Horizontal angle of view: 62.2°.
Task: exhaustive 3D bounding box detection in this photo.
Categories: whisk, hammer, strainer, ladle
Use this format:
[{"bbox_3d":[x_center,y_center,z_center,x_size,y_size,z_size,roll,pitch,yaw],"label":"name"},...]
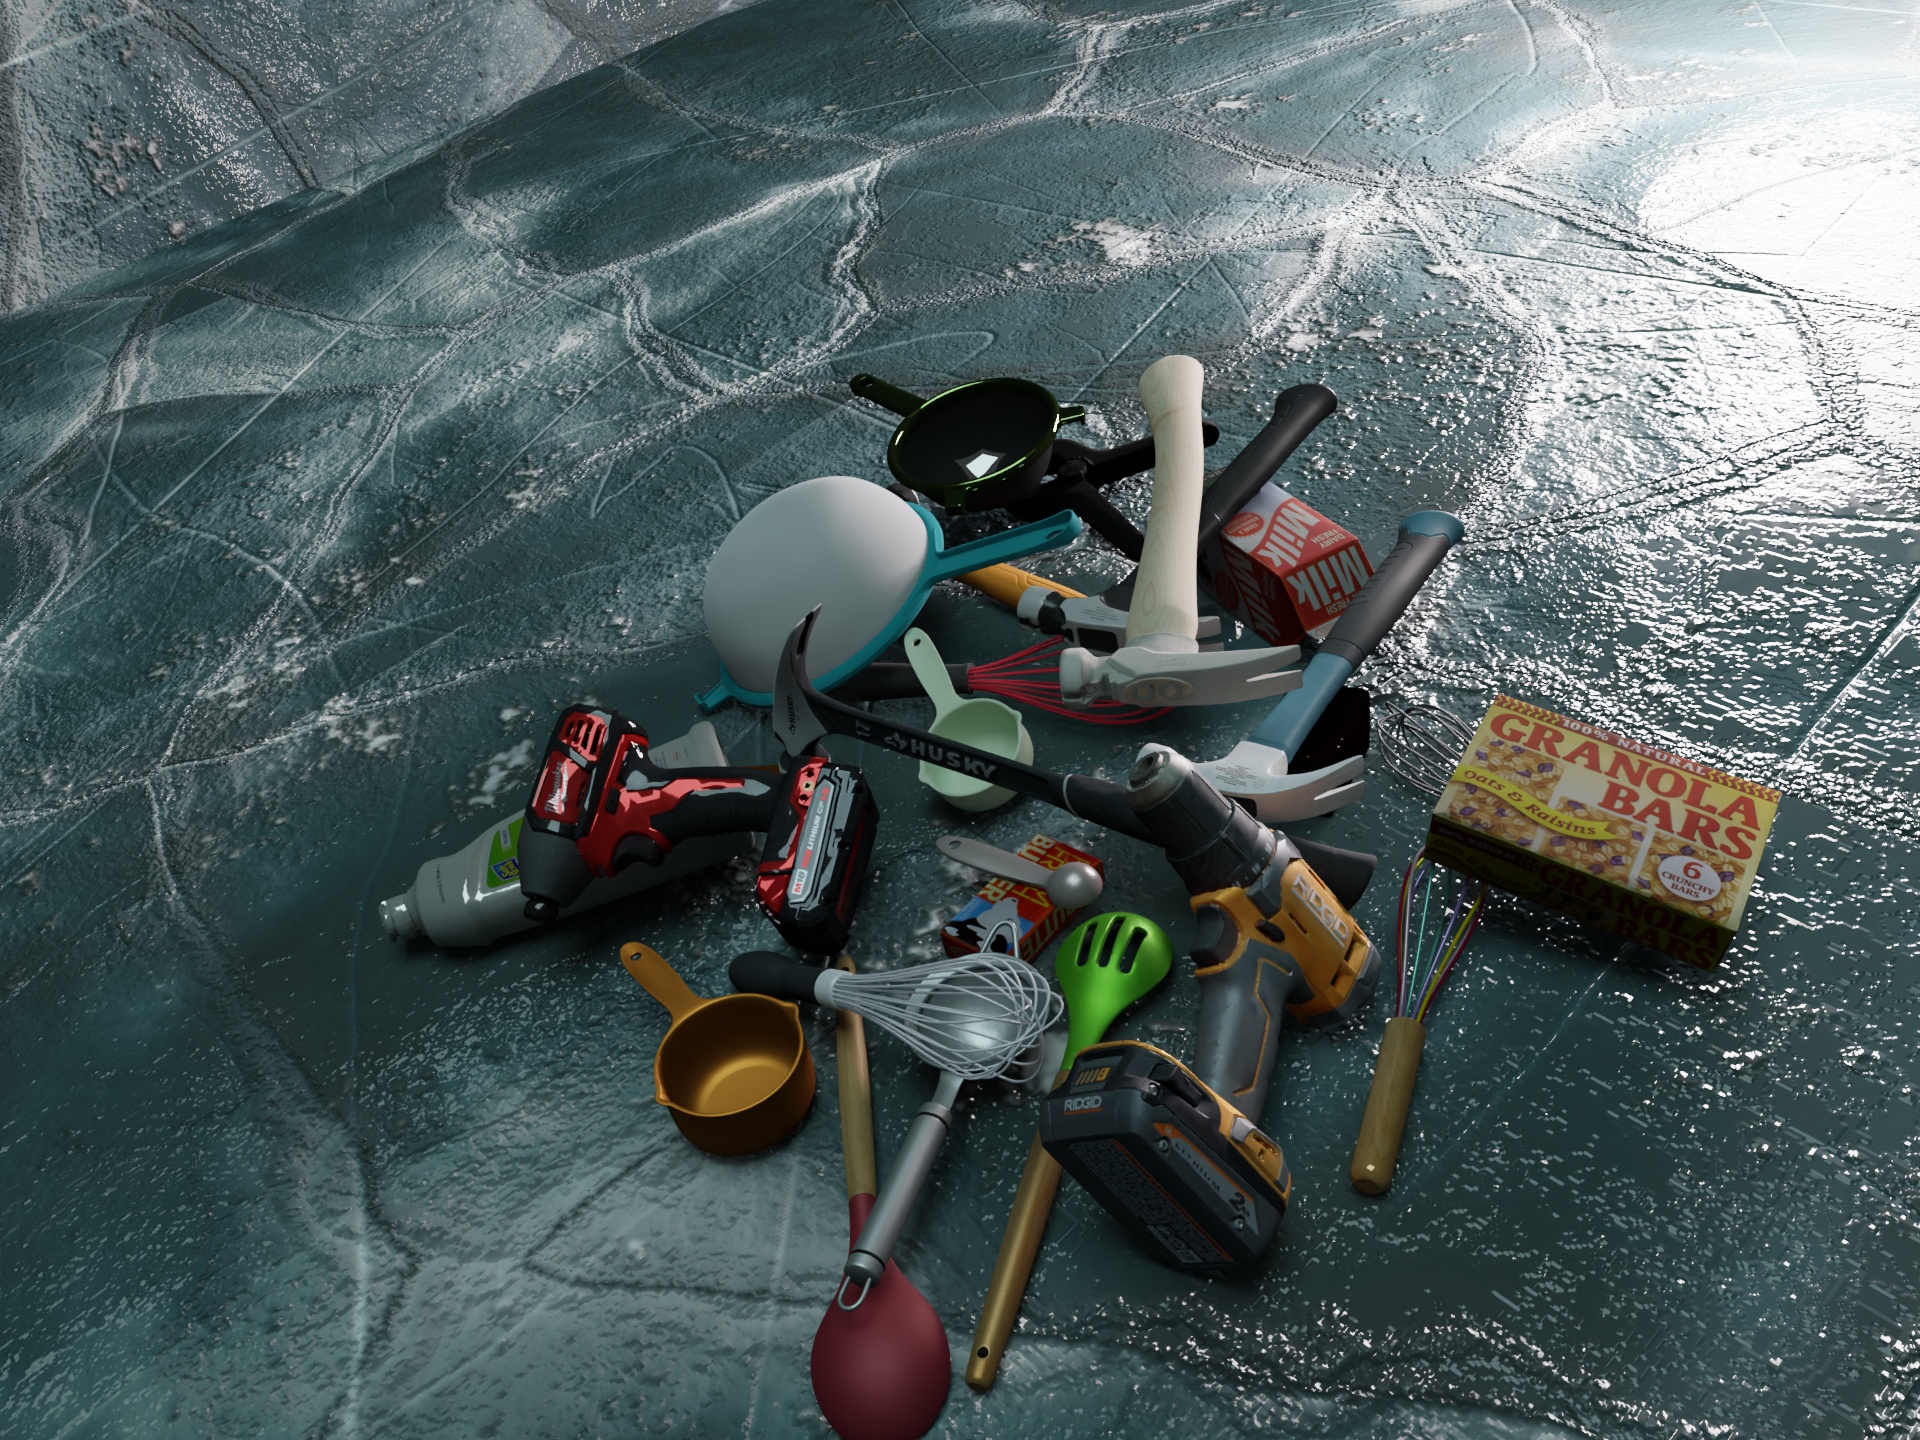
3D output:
[{"bbox_3d":[0.026,-0.032,1.165,0.296,0.073,0.073,-1,39,22],"label":"whisk"},{"bbox_3d":[0.191,-0.153,1.165,0.146,0.035,0.335,17,48,34],"label":"hammer"},{"bbox_3d":[0.159,-0.149,1.113,0.146,0.038,0.411,-3,39,13],"label":"hammer"},{"bbox_3d":[-0.073,-0.129,1.184,0.340,0.095,0.211,-12,44,36],"label":"strainer"},{"bbox_3d":[-0.054,0.243,0.872,0.069,0.031,0.316,-10,37,-1],"label":"ladle"},{"bbox_3d":[-0.012,0.213,0.867,0.087,0.050,0.259,3,36,23],"label":"strainer"},{"bbox_3d":[0.250,-0.045,1.050,0.128,0.033,0.331,17,46,32],"label":"hammer"},{"bbox_3d":[-0.013,-0.241,1.382,0.151,0.069,0.257,-39,43,-17],"label":"strainer"},{"bbox_3d":[0.255,0.153,0.883,0.047,0.051,0.245,12,47,20],"label":"whisk"},{"bbox_3d":[-0.052,0.157,0.901,0.285,0.070,0.070,-2,34,49],"label":"whisk"},{"bbox_3d":[0.056,0.037,0.989,0.409,0.149,0.036,17,42,23],"label":"hammer"},{"bbox_3d":[0.018,-0.113,1.284,0.337,0.034,0.127,26,51,38],"label":"hammer"},{"bbox_3d":[0.344,0.056,0.974,0.055,0.055,0.239,-28,44,-19],"label":"whisk"}]

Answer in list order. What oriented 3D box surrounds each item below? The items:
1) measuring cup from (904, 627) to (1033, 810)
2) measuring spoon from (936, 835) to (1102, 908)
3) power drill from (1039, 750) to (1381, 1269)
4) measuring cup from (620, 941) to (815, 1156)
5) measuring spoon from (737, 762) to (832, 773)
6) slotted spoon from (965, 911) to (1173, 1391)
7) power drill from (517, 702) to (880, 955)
[{"bbox_3d":[-0.002,-0.004,1.126,0.083,0.038,0.168,-33,48,7],"label":"measuring cup"},{"bbox_3d":[0.033,0.088,1.002,0.124,0.018,0.034,15,47,34],"label":"measuring spoon"},{"bbox_3d":[0.124,0.140,0.827,0.084,0.185,0.226,-24,25,47],"label":"power drill"},{"bbox_3d":[-0.153,0.191,0.945,0.095,0.052,0.174,-33,40,-23],"label":"measuring cup"},{"bbox_3d":[-0.152,0.037,1.164,0.117,0.011,0.021,-7,39,8],"label":"measuring spoon"},{"bbox_3d":[0.056,0.217,0.872,0.070,0.031,0.314,4,43,20],"label":"slotted spoon"},{"bbox_3d":[-0.173,0.076,1.014,0.220,0.078,0.143,11,69,10],"label":"power drill"}]
